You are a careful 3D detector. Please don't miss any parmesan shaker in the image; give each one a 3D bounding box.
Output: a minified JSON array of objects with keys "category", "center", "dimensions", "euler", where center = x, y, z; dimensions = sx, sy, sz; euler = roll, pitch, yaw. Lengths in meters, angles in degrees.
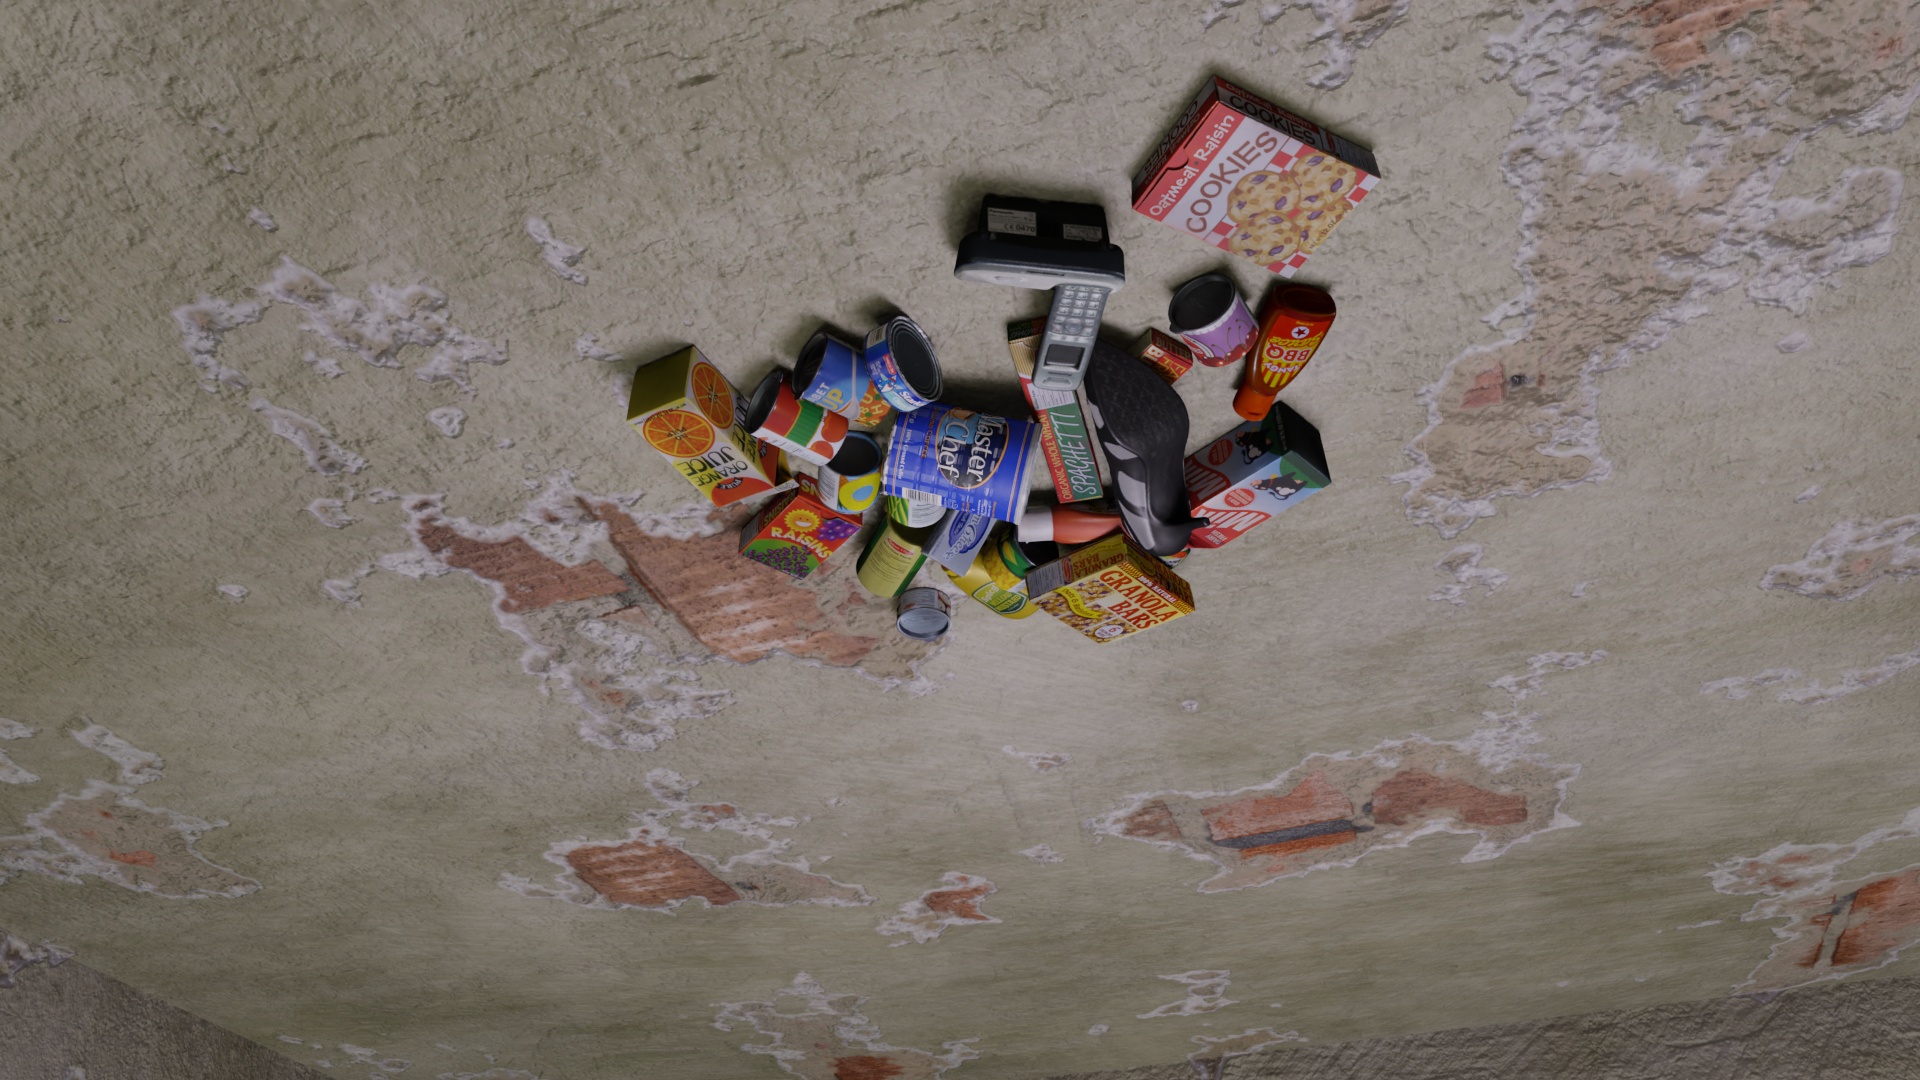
[{"category":"parmesan shaker","center":[-0.071,0.007,1.535],"dimensions":[0.071,0.072,0.102],"euler":[15,140,-18]}]

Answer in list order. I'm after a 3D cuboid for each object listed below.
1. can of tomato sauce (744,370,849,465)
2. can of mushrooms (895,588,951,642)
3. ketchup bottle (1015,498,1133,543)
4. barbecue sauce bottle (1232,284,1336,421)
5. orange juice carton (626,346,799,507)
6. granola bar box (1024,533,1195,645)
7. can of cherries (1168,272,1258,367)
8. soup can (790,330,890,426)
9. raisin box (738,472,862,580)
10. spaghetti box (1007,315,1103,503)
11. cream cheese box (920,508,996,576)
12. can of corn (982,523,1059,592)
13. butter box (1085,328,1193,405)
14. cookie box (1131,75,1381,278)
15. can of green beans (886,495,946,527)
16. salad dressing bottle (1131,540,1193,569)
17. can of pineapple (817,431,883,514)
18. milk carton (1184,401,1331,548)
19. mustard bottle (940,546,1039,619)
[{"category":"can of tomato sauce","center":[-0.160,-0.121,1.371],"dimensions":[0.083,0.071,0.071],"euler":[25,135,-29]},{"category":"can of mushrooms","center":[-0.044,0.089,1.663],"dimensions":[0.071,0.033,0.070],"euler":[-1,141,-1]},{"category":"ketchup bottle","center":[0.135,-0.020,1.499],"dimensions":[0.149,0.065,0.043],"euler":[-4,109,-2]},{"category":"barbecue sauce bottle","center":[0.302,-0.177,1.328],"dimensions":[0.065,0.044,0.147],"euler":[6,141,-10]},{"category":"orange juice carton","center":[-0.243,-0.099,1.390],"dimensions":[0.071,0.073,0.192],"euler":[-19,139,21]},{"category":"granola bar box","center":[0.167,0.056,1.536],"dimensions":[0.124,0.039,0.165],"euler":[-24,147,26]},{"category":"can of cherries","center":[0.231,-0.200,1.277],"dimensions":[0.071,0.072,0.058],"euler":[-22,138,24]},{"category":"soup can","center":[-0.111,-0.151,1.329],"dimensions":[0.084,0.072,0.071],"euler":[23,135,-28]},{"category":"raisin box","center":[-0.176,-0.014,1.526],"dimensions":[0.086,0.040,0.123],"euler":[26,133,-29]},{"category":"spaghetti box","center":[0.098,-0.126,1.399],"dimensions":[0.050,0.029,0.249],"euler":[-10,141,11]},{"category":"cream cheese box","center":[0.005,-0.019,1.485],"dimensions":[0.053,0.024,0.104],"euler":[32,86,-33]},{"category":"can of corn","center":[0.065,0.014,1.547],"dimensions":[0.071,0.071,0.058],"euler":[26,135,-30]},{"category":"butter box","center":[0.175,-0.160,1.361],"dimensions":[0.053,0.024,0.103],"euler":[24,135,-26]},{"category":"cookie box","center":[0.247,-0.302,1.171],"dimensions":[0.167,0.040,0.122],"euler":[18,138,-22]},{"category":"can of green beans","center":[-0.045,-0.056,1.452],"dimensions":[0.071,0.071,0.057],"euler":[1,144,-3]},{"category":"salad dressing bottle","center":[0.211,0.023,1.576],"dimensions":[0.064,0.044,0.147],"euler":[10,143,-23]},{"category":"can of pineapple","center":[-0.113,-0.071,1.435],"dimensions":[0.071,0.071,0.057],"euler":[4,141,-6]},{"category":"milk carton","center":[0.284,-0.057,1.455],"dimensions":[0.073,0.073,0.190],"euler":[31,132,-33]},{"category":"mustard bottle","center":[0.025,0.039,1.588],"dimensions":[0.160,0.049,0.065],"euler":[29,131,-32]}]
